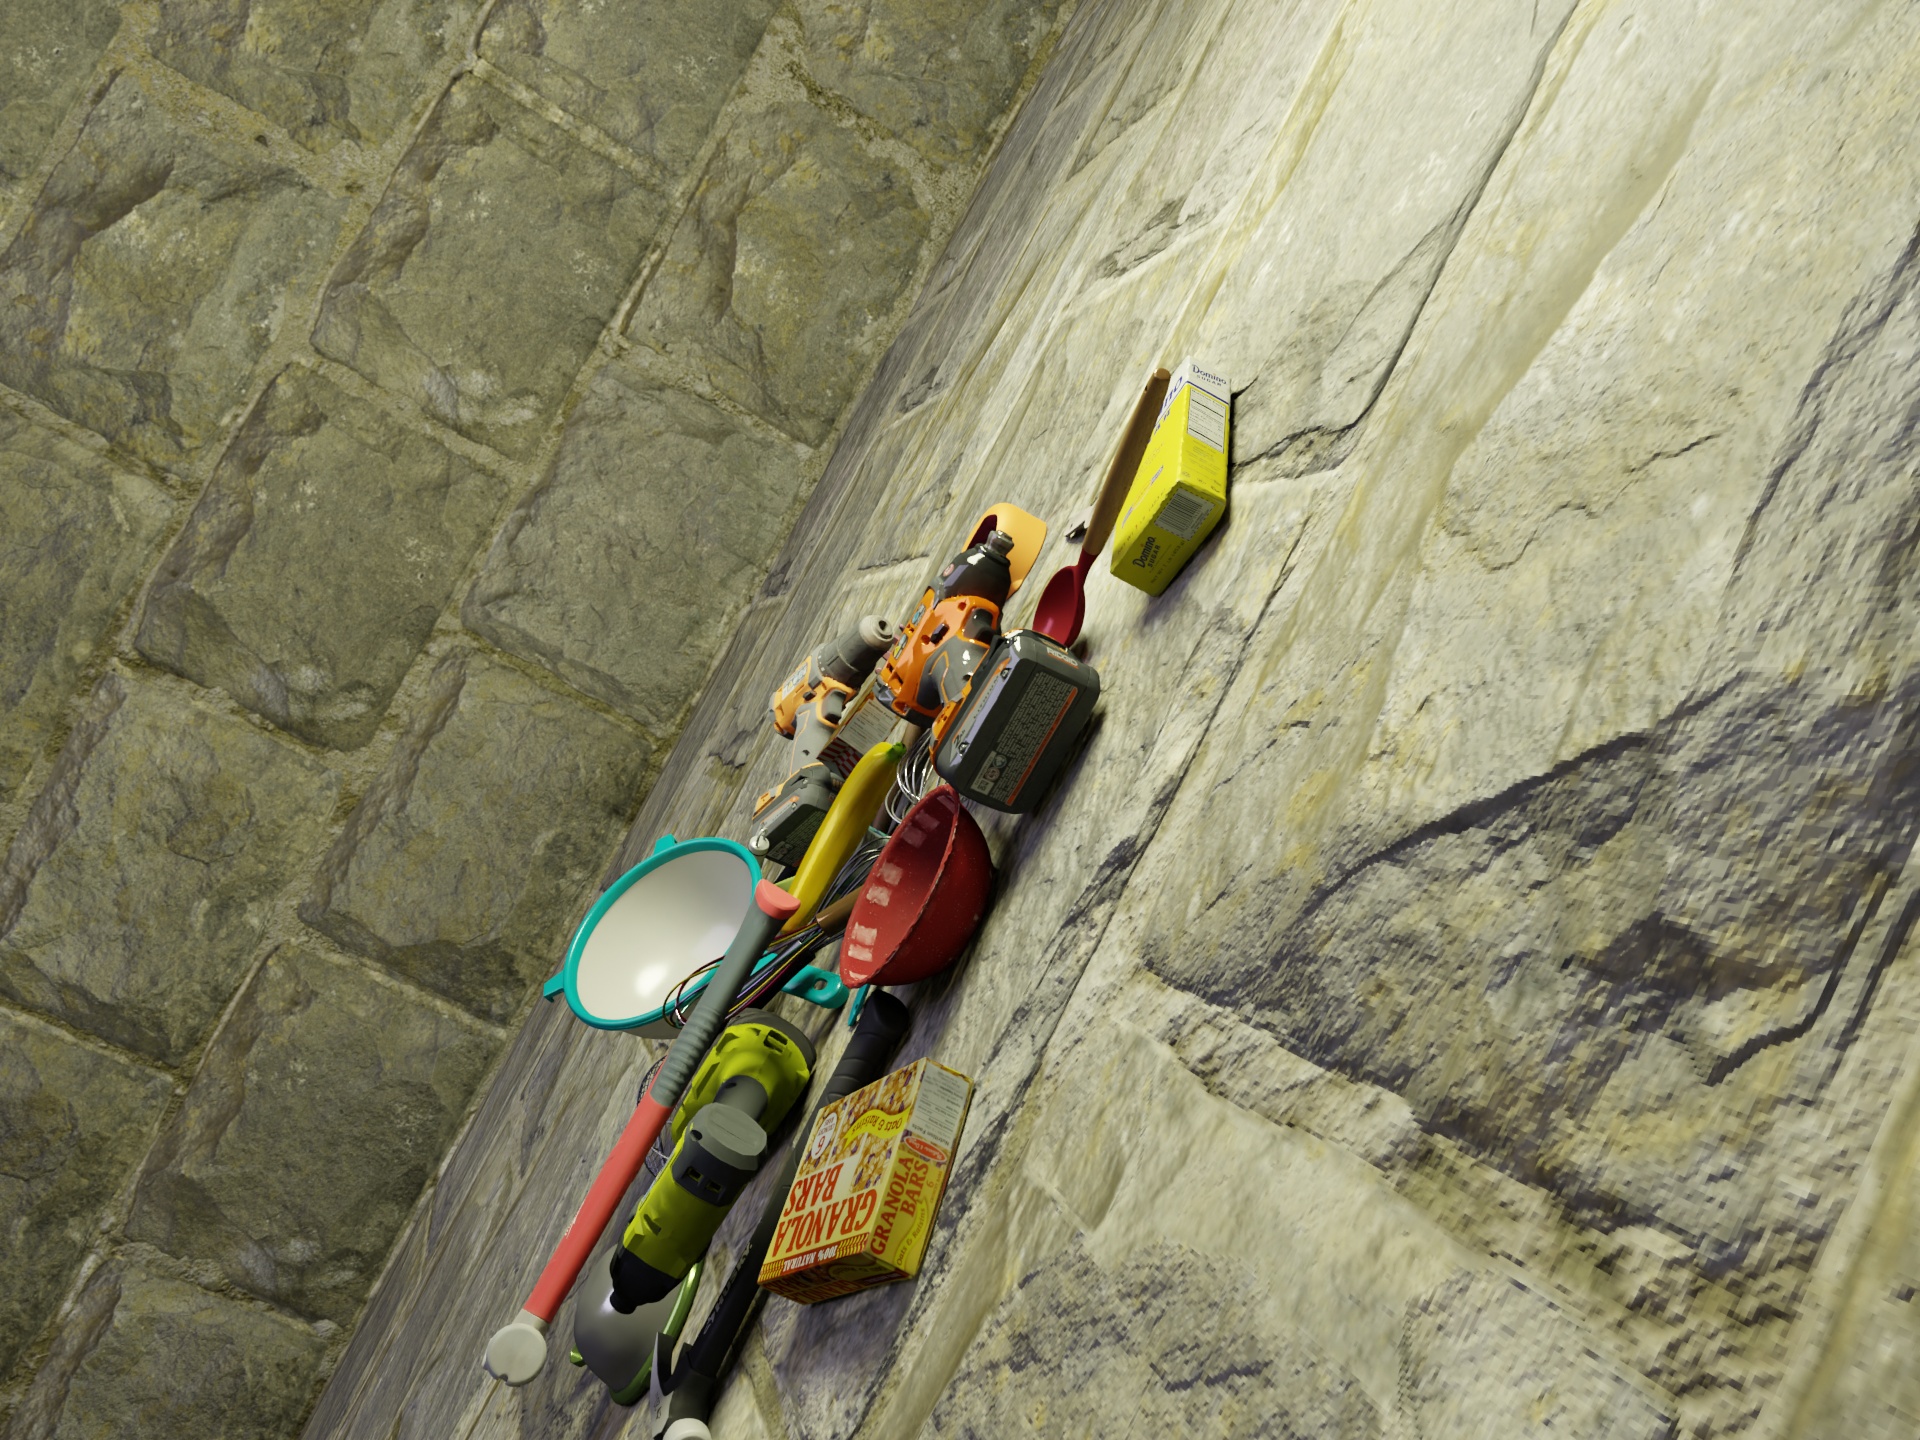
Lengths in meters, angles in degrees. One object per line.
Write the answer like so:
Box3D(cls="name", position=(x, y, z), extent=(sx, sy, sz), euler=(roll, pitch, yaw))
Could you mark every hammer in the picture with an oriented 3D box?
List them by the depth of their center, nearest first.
Box3D(cls="hammer", position=(-0.127, 0.344, 1.122), extent=(0.335, 0.035, 0.146), euler=(-62, 15, -6))
Box3D(cls="hammer", position=(-0.226, 0.289, 1.154), extent=(0.386, 0.038, 0.143), euler=(-61, 5, -24))

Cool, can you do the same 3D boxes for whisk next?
Box3D(cls="whisk", position=(-0.128, 0.172, 1.251), extent=(0.245, 0.047, 0.051), euler=(-33, 7, 0))
Box3D(cls="whisk", position=(-0.129, 0.183, 1.295), extent=(0.239, 0.055, 0.055), euler=(-42, 15, -1))
Box3D(cls="whisk", position=(-0.003, -0.004, 1.324), extent=(0.070, 0.070, 0.285), euler=(-49, 14, 38))

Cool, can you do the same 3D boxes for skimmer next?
Box3D(cls="skimmer", position=(-0.203, 0.273, 1.523), extent=(0.127, 0.090, 0.363), euler=(-39, 16, 51))

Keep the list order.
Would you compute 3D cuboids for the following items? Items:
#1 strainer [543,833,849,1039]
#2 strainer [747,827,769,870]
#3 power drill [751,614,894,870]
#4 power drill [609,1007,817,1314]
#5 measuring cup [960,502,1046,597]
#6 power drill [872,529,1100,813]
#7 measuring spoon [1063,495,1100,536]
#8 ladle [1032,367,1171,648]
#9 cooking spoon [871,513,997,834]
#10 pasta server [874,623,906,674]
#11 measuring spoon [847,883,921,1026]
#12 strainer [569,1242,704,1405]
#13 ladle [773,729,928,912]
Box3D(cls="strainer", position=(-0.205, 0.224, 1.420), extent=(0.340, 0.095, 0.211), euler=(10, 54, 42))
Box3D(cls="strainer", position=(-0.225, 0.193, 1.586), extent=(0.087, 0.050, 0.258), euler=(-33, -26, -45))
Box3D(cls="power drill", position=(-0.131, 0.014, 1.583), extent=(0.185, 0.084, 0.226), euler=(-40, 35, 39))
Box3D(cls="power drill", position=(-0.188, 0.324, 1.184), extent=(0.171, 0.080, 0.223), euler=(-57, 2, 17))
Box3D(cls="measuring cup", position=(0.012, -0.132, 1.504), extent=(0.173, 0.052, 0.095), euler=(-49, 19, 31))
Box3D(cls="power drill", position=(0.018, -0.044, 1.168), extent=(0.164, 0.084, 0.227), euler=(-60, 26, 11))
Box3D(cls="measuring spoon", position=(0.109, -0.166, 1.336), extent=(0.034, 0.018, 0.124), euler=(-63, 8, -6))
Box3D(cls="ladle", position=(0.096, -0.136, 1.097), extent=(0.315, 0.031, 0.069), euler=(109, 161, -60))
Box3D(cls="cooking spoon", position=(-0.025, -0.030, 1.382), extent=(0.069, 0.017, 0.318), euler=(-29, -39, -67))
Box3D(cls="pasta server", position=(-0.119, 0.049, 1.639), extent=(0.316, 0.040, 0.060), euler=(-61, 31, 6))
Box3D(cls="measuring spoon", position=(-0.055, 0.184, 1.230), extent=(0.042, 0.021, 0.128), euler=(-109, 41, -70))
Box3D(cls="strainer", position=(-0.300, 0.499, 1.341), extent=(0.256, 0.069, 0.152), euler=(-44, 23, 45))
Box3D(cls="ladle", position=(-0.072, 0.041, 1.466), extent=(0.320, 0.062, 0.078), euler=(-59, -5, -4))
